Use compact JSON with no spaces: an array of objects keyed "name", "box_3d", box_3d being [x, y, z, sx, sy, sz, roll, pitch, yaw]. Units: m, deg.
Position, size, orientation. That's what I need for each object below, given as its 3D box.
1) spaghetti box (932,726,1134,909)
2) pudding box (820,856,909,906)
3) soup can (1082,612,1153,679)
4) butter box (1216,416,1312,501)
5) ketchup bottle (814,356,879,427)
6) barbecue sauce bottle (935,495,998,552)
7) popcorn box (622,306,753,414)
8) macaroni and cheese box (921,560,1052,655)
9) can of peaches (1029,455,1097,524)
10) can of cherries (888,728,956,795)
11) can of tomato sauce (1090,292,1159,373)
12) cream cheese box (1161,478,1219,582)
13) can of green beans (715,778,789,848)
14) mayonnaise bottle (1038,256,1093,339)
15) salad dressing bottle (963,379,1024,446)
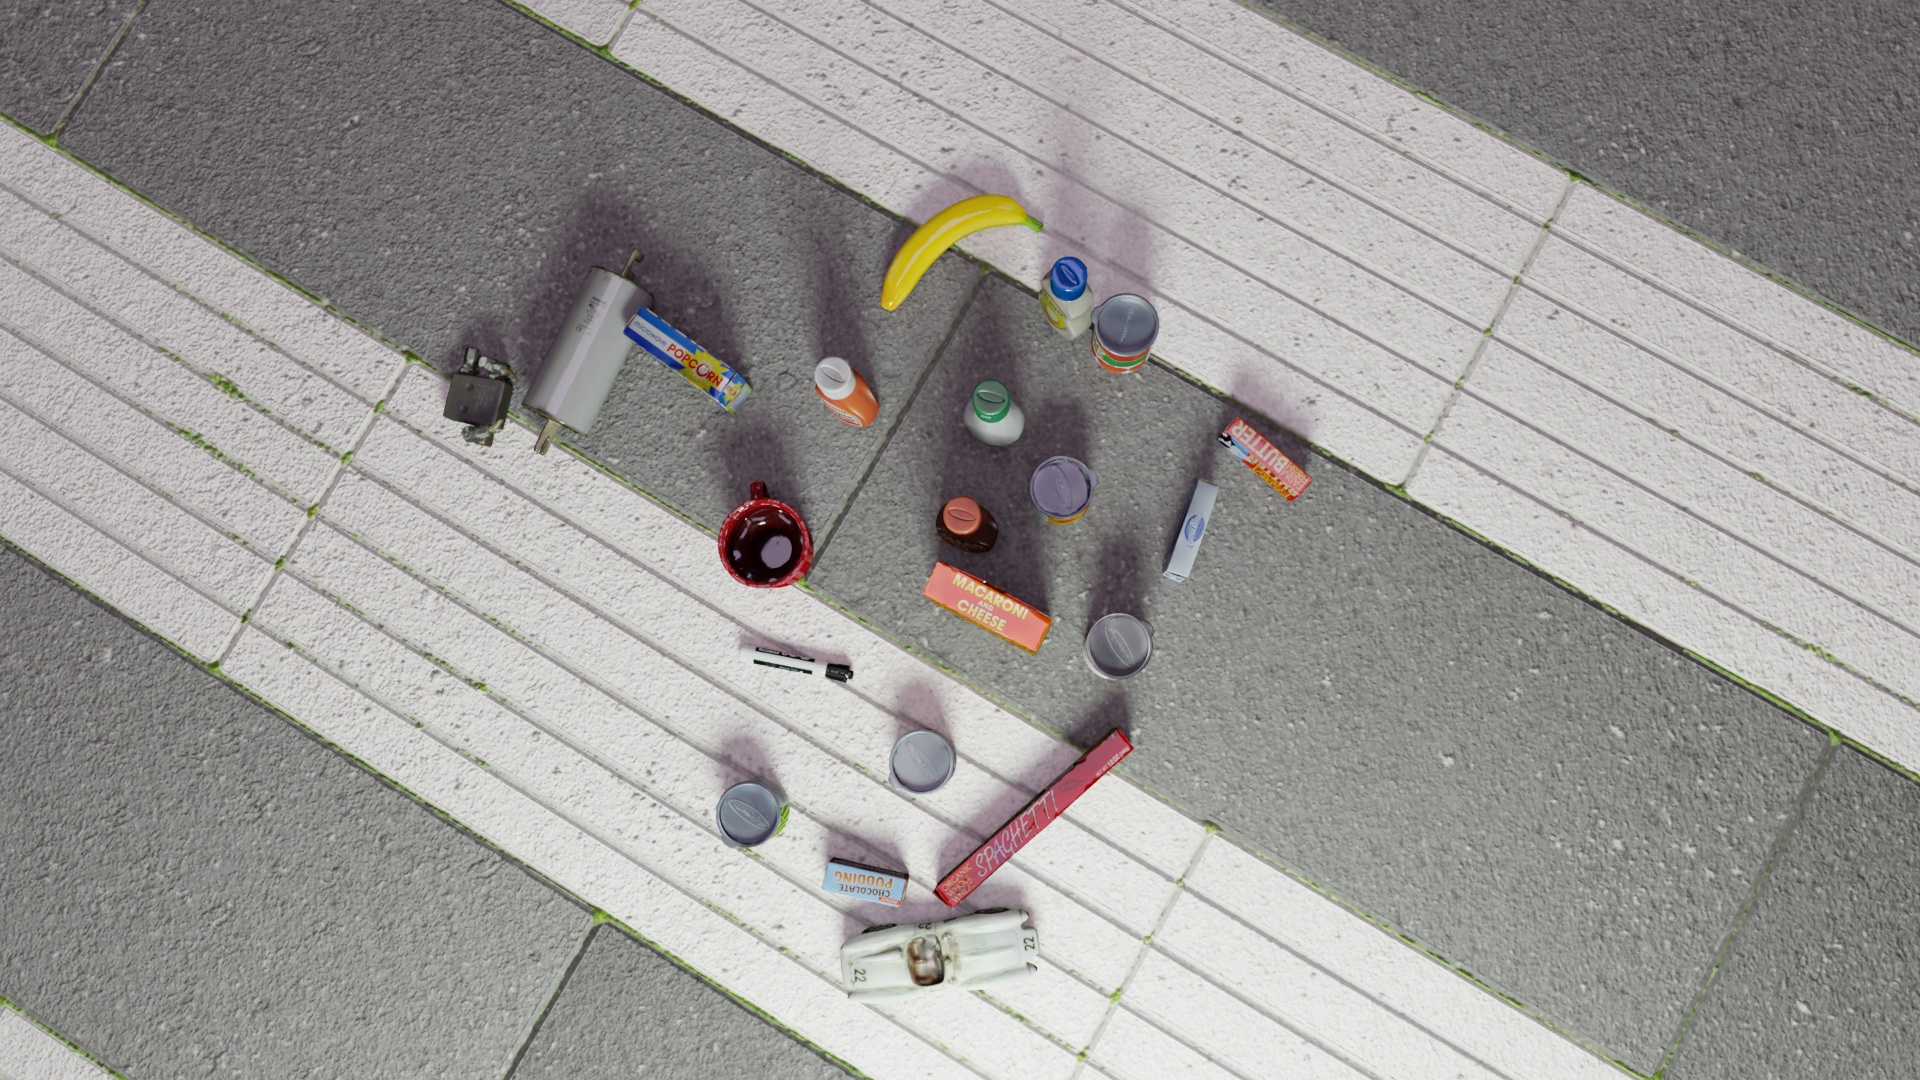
[{"name":"spaghetti box","box_3d":[0.075,0.282,1.415,0.250,0.050,0.029,-41,83,-3]},{"name":"pudding box","box_3d":[-0.097,0.348,1.415,0.084,0.049,0.030,12,84,4]},{"name":"soup can","box_3d":[0.161,0.108,1.416,0.071,0.083,0.071,0,83,3]},{"name":"butter box","box_3d":[0.317,-0.085,1.447,0.103,0.053,0.024,41,87,6]},{"name":"ketchup bottle","box_3d":[-0.121,-0.155,1.427,0.065,0.148,0.043,31,86,6]},{"name":"barbecue sauce bottle","box_3d":[0.005,-0.018,1.405,0.065,0.148,0.043,18,85,5]},{"name":"popcorn box","box_3d":[-0.288,-0.190,1.471,0.127,0.085,0.038,35,86,6]},{"name":"macaroni and cheese box","box_3d":[0.029,0.069,1.385,0.124,0.166,0.040,27,86,5]},{"name":"can of peaches","box_3d":[0.107,-0.052,1.450,0.071,0.058,0.071,0,83,3]},{"name":"can of cherries","box_3d":[-0.040,0.227,1.423,0.071,0.058,0.071,0,83,3]},{"name":"can of tomato sauce","box_3d":[0.169,-0.216,1.455,0.071,0.083,0.071,0,83,3]},{"name":"cream cheese box","box_3d":[0.238,-0.009,1.442,0.024,0.053,0.104,20,85,5]},{"name":"can of green beans","box_3d":[-0.212,0.278,1.425,0.071,0.058,0.071,0,83,3]},{"name":"mayonnaise bottle","box_3d":[0.109,-0.253,1.429,0.041,0.148,0.065,-38,83,-2]},{"name":"salad dressing bottle","box_3d":[0.033,-0.131,1.418,0.064,0.147,0.044,16,85,4]}]
